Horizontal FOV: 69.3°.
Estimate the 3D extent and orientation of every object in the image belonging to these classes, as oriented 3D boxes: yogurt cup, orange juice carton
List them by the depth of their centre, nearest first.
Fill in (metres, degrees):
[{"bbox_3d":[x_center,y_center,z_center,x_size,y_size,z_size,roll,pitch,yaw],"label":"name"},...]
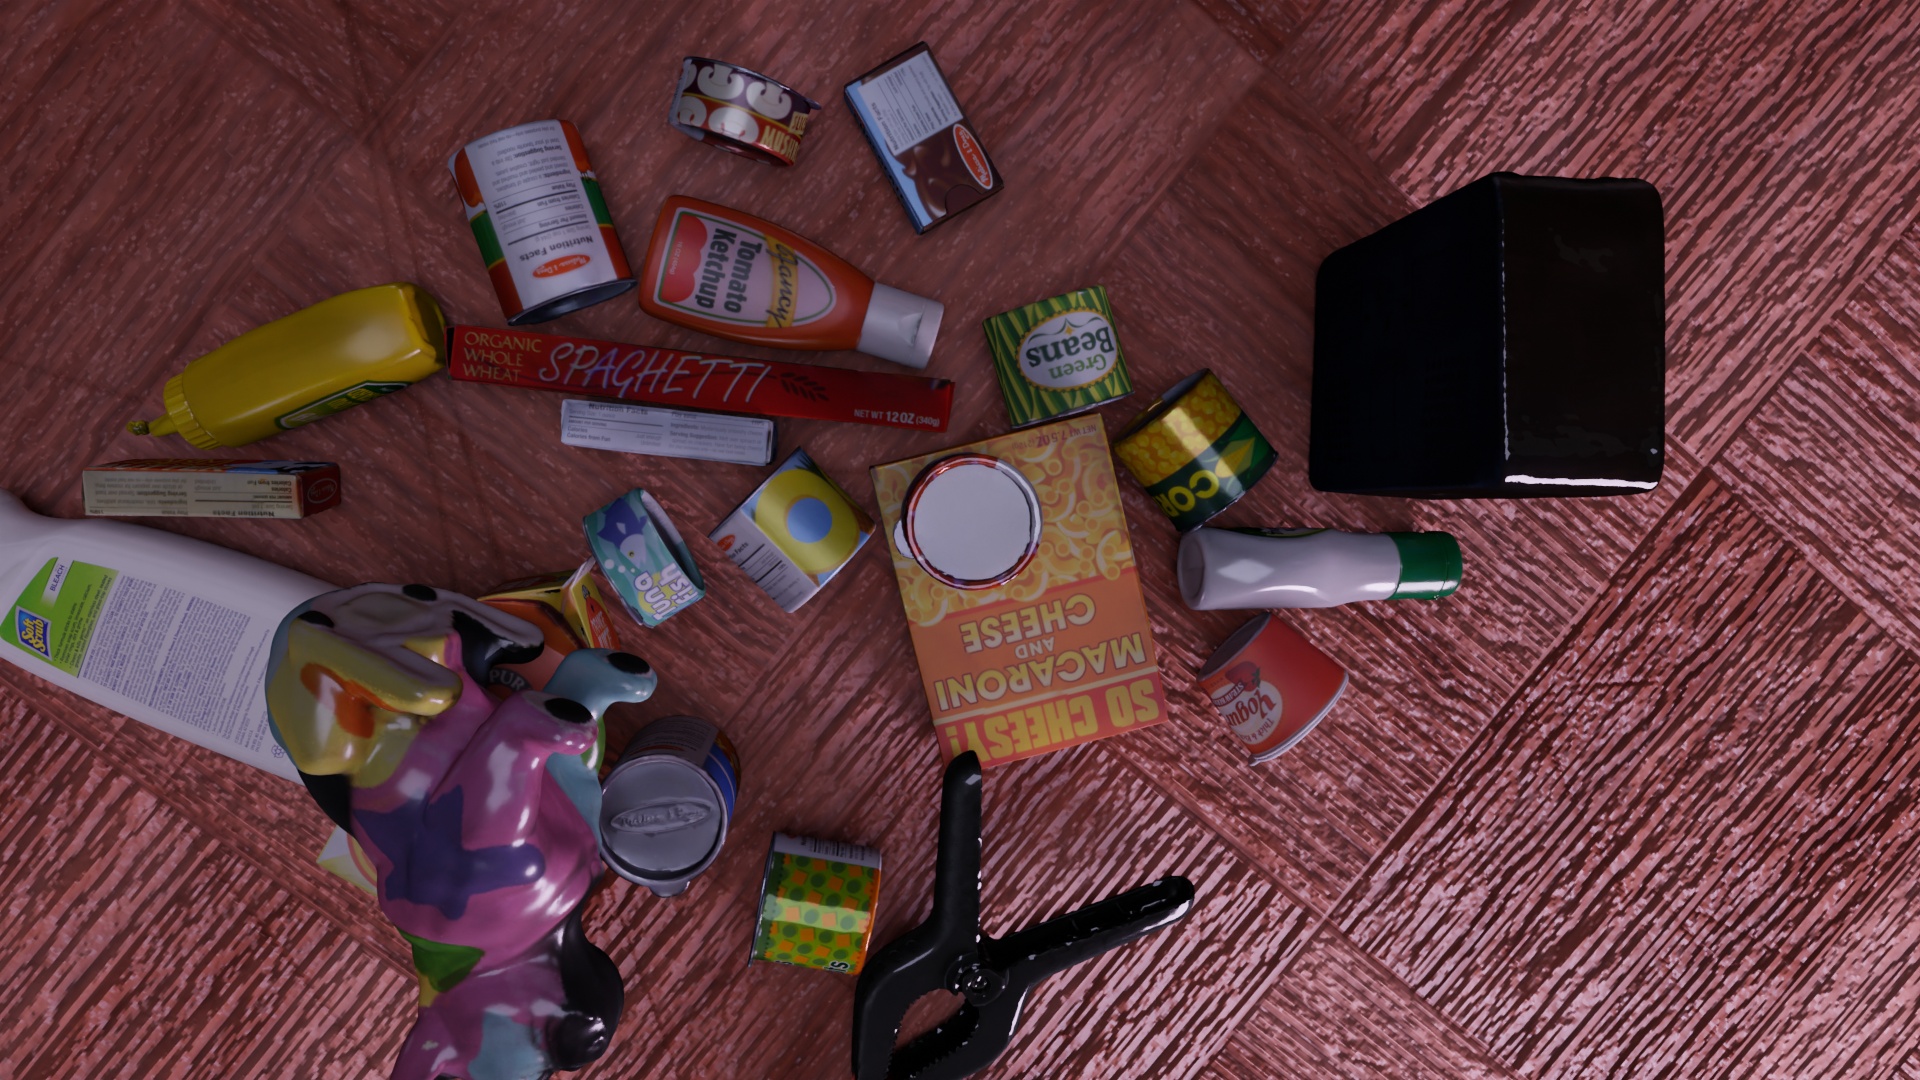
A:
[{"bbox_3d":[-0.234,0.089,0.701,0.073,0.072,0.192,31,92,-7],"label":"orange juice carton"},{"bbox_3d":[0.163,0.075,0.738,0.072,0.072,0.054,-44,89,1],"label":"yogurt cup"}]

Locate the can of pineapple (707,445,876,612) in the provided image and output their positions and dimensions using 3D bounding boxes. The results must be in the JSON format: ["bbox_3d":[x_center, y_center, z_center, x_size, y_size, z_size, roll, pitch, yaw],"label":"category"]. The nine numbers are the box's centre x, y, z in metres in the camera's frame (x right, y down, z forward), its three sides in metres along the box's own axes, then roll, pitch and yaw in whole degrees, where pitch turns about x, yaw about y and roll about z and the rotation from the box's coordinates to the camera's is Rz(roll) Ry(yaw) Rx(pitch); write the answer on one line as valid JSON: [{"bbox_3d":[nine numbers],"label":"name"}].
[{"bbox_3d":[-0.084,-0.007,0.709,0.071,0.071,0.058,-45,98,1],"label":"can of pineapple"}]

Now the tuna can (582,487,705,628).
[{"bbox_3d":[-0.158,0.010,0.701,0.033,0.071,0.071,-31,97,-1],"label":"tuna can"}]

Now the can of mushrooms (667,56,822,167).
[{"bbox_3d":[-0.107,-0.211,0.687,0.071,0.071,0.033,17,95,-6],"label":"can of mushrooms"}]

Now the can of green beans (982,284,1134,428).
[{"bbox_3d":[0.050,-0.094,0.711,0.071,0.071,0.057,-17,96,-3],"label":"can of green beans"}]

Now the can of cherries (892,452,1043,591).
[{"bbox_3d":[0.002,-0.008,0.678,0.071,0.058,0.071,0,94,-4],"label":"can of cherries"}]

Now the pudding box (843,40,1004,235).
[{"bbox_3d":[-0.020,-0.205,0.713,0.050,0.030,0.083,-30,97,-2],"label":"pudding box"}]

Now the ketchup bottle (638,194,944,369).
[{"bbox_3d":[-0.084,-0.125,0.709,0.149,0.043,0.064,16,94,-7],"label":"ketchup bottle"}]

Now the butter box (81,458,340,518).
[{"bbox_3d":[-0.370,-0.026,0.689,0.103,0.053,0.024,1,98,-4],"label":"butter box"}]

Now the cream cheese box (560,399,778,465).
[{"bbox_3d":[-0.146,-0.054,0.705,0.104,0.053,0.024,5,94,-5],"label":"cream cheese box"}]

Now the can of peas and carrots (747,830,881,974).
[{"bbox_3d":[-0.076,0.192,0.726,0.059,0.071,0.071,11,95,-6],"label":"can of peas and carrots"}]

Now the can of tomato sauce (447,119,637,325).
[{"bbox_3d":[-0.206,-0.156,0.686,0.071,0.071,0.083,-20,96,-2],"label":"can of tomato sauce"}]

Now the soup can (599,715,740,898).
[{"bbox_3d":[-0.147,0.133,0.706,0.071,0.084,0.071,0,96,-4],"label":"soup can"}]

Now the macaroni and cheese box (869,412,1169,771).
[{"bbox_3d":[0.031,0.027,0.734,0.124,0.040,0.166,-14,96,-3],"label":"macaroni and cheese box"}]

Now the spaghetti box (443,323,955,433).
[{"bbox_3d":[-0.129,-0.081,0.705,0.250,0.050,0.028,6,94,-5],"label":"spaghetti box"}]

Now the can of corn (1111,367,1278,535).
[{"bbox_3d":[0.119,-0.046,0.720,0.071,0.071,0.058,-40,96,0],"label":"can of corn"}]

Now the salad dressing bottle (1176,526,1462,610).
[{"bbox_3d":[0.191,0.014,0.738,0.148,0.064,0.044,-1,85,-13],"label":"salad dressing bottle"}]

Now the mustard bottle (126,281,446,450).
[{"bbox_3d":[-0.334,-0.079,0.684,0.160,0.065,0.049,-21,92,3],"label":"mustard bottle"}]
